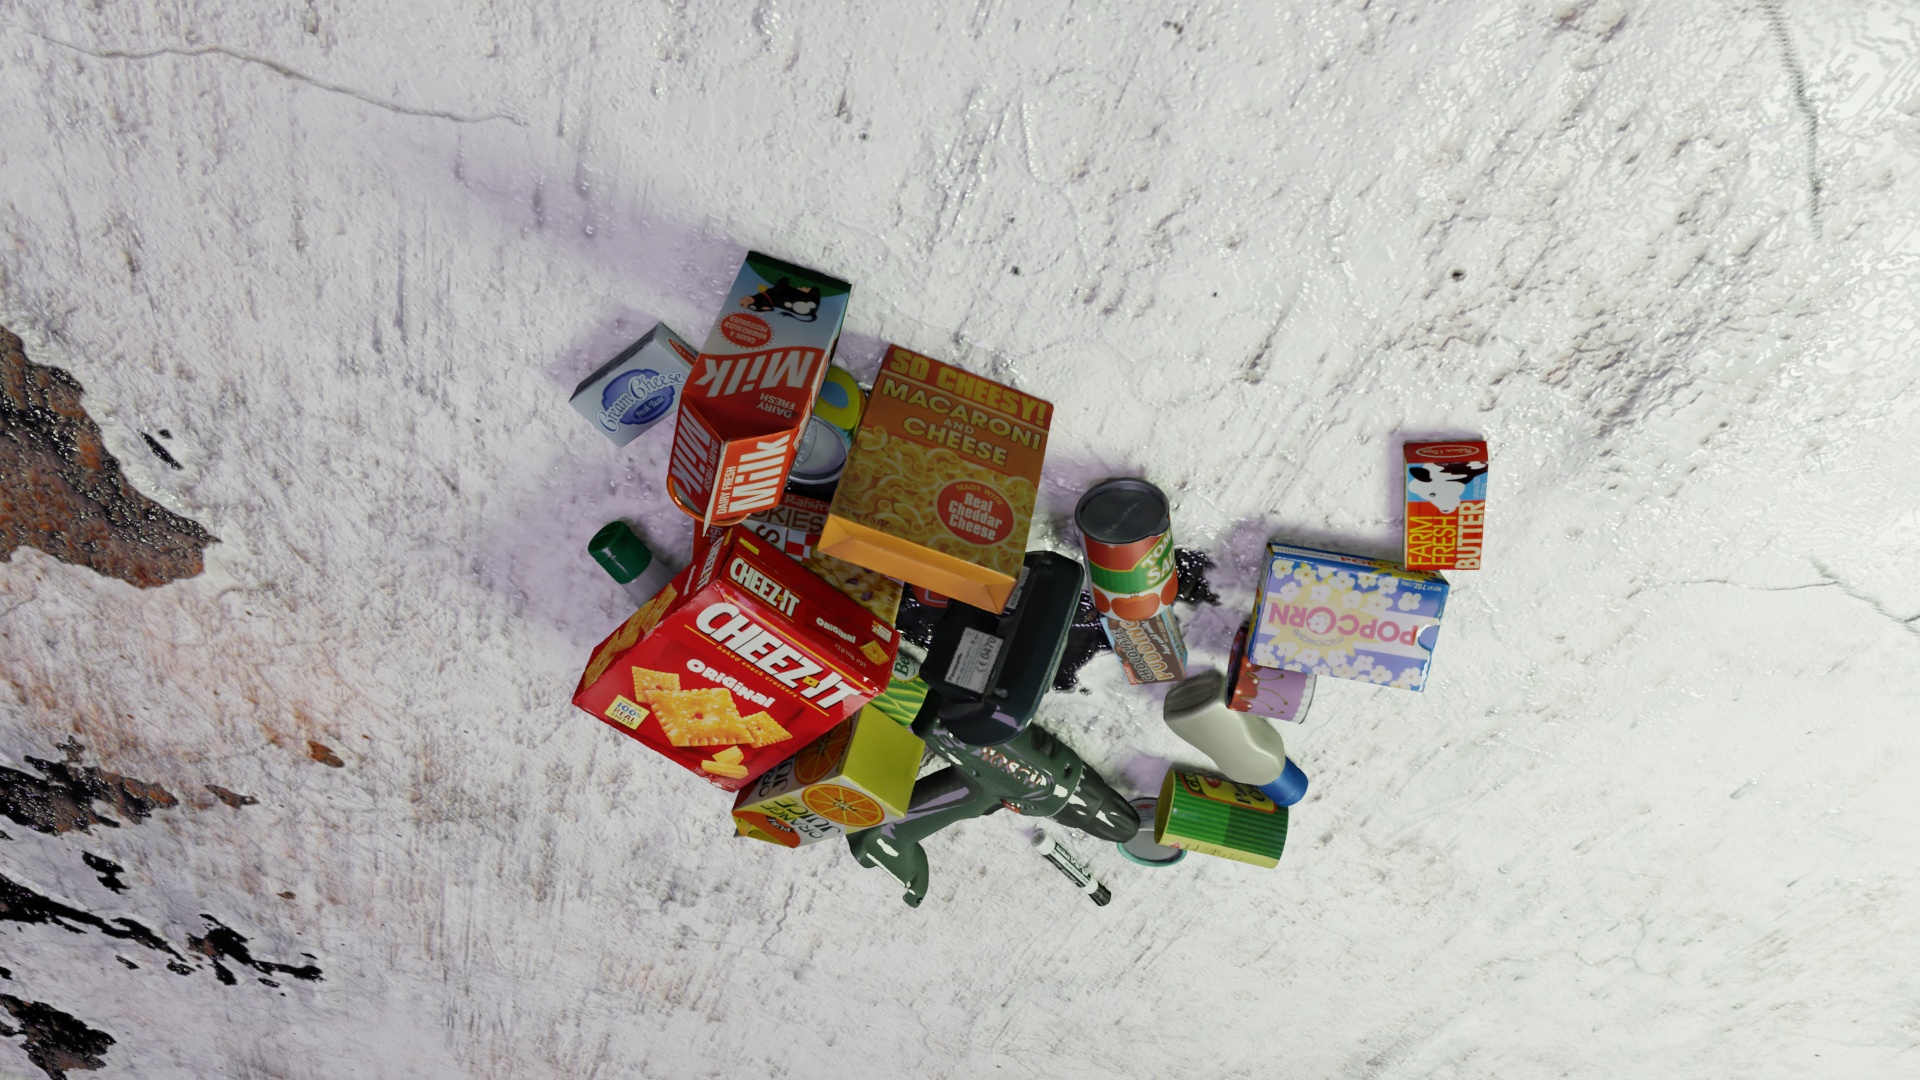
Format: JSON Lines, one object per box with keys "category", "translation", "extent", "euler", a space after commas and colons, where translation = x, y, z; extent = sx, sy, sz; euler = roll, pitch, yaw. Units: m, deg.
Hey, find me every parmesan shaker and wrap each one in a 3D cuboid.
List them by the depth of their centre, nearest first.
{"category": "parmesan shaker", "translation": [0.227, 0.242, 1.212], "extent": [0.103, 0.072, 0.071], "euler": [12, 136, 0]}

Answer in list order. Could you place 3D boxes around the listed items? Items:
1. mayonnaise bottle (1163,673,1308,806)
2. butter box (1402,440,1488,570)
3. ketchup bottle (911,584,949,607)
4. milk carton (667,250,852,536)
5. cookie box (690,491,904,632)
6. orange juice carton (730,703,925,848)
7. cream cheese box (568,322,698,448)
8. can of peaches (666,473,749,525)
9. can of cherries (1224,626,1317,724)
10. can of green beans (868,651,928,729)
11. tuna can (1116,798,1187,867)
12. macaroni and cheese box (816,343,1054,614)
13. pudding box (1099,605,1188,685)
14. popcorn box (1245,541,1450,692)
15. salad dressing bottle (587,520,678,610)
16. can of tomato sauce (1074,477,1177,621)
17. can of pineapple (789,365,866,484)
{"category": "mayonnaise bottle", "translation": [0.233, 0.169, 1.151], "extent": [0.064, 0.041, 0.148], "euler": [-26, 125, 35]}
{"category": "butter box", "translation": [0.328, -0.023, 0.943], "extent": [0.053, 0.024, 0.103], "euler": [-1, 134, 16]}
{"category": "ketchup bottle", "translation": [0.004, -0.013, 1.017], "extent": [0.065, 0.044, 0.148], "euler": [-3, 138, -15]}
{"category": "milk carton", "translation": [-0.128, -0.091, 0.865], "extent": [0.073, 0.191, 0.072], "euler": [17, 136, -4]}
{"category": "cookie box", "translation": [-0.126, 0.020, 1.088], "extent": [0.167, 0.040, 0.122], "euler": [14, 136, -2]}
{"category": "orange juice carton", "translation": [-0.124, 0.203, 1.166], "extent": [0.073, 0.072, 0.192], "euler": [39, 138, -27]}
{"category": "cream cheese box", "translation": [-0.228, -0.110, 0.991], "extent": [0.103, 0.024, 0.053], "euler": [-27, 122, 34]}
{"category": "can of peaches", "translation": [-0.176, -0.053, 1.012], "extent": [0.071, 0.058, 0.070], "euler": [7, 136, 6]}
{"category": "can of cherries", "translation": [0.238, 0.100, 1.062], "extent": [0.058, 0.072, 0.071], "euler": [11, 136, 4]}
{"category": "can of green beans", "translation": [-0.065, 0.122, 1.158], "extent": [0.058, 0.071, 0.071], "euler": [28, 135, -15]}
{"category": "tuna can", "translation": [0.178, 0.270, 1.273], "extent": [0.071, 0.033, 0.070], "euler": [7, 136, 7]}
{"category": "macaroni and cheese box", "translation": [-0.012, -0.043, 0.902], "extent": [0.124, 0.167, 0.040], "euler": [20, 136, -6]}
{"category": "pudding box", "translation": [0.144, 0.075, 1.084], "extent": [0.049, 0.030, 0.083], "euler": [-7, 133, 21]}
{"category": "popcorn box", "translation": [0.276, 0.054, 1.001], "extent": [0.127, 0.038, 0.085], "euler": [9, 107, 5]}
{"category": "salad dressing bottle", "translation": [-0.245, 0.046, 1.141], "extent": [0.064, 0.044, 0.147], "euler": [-16, 128, 29]}
{"category": "can of tomato sauce", "translation": [0.122, 0.008, 0.994], "extent": [0.071, 0.071, 0.082], "euler": [-1, 135, 14]}
{"category": "can of pineapple", "translation": [-0.101, -0.081, 0.965], "extent": [0.071, 0.058, 0.070], "euler": [7, 136, 7]}
